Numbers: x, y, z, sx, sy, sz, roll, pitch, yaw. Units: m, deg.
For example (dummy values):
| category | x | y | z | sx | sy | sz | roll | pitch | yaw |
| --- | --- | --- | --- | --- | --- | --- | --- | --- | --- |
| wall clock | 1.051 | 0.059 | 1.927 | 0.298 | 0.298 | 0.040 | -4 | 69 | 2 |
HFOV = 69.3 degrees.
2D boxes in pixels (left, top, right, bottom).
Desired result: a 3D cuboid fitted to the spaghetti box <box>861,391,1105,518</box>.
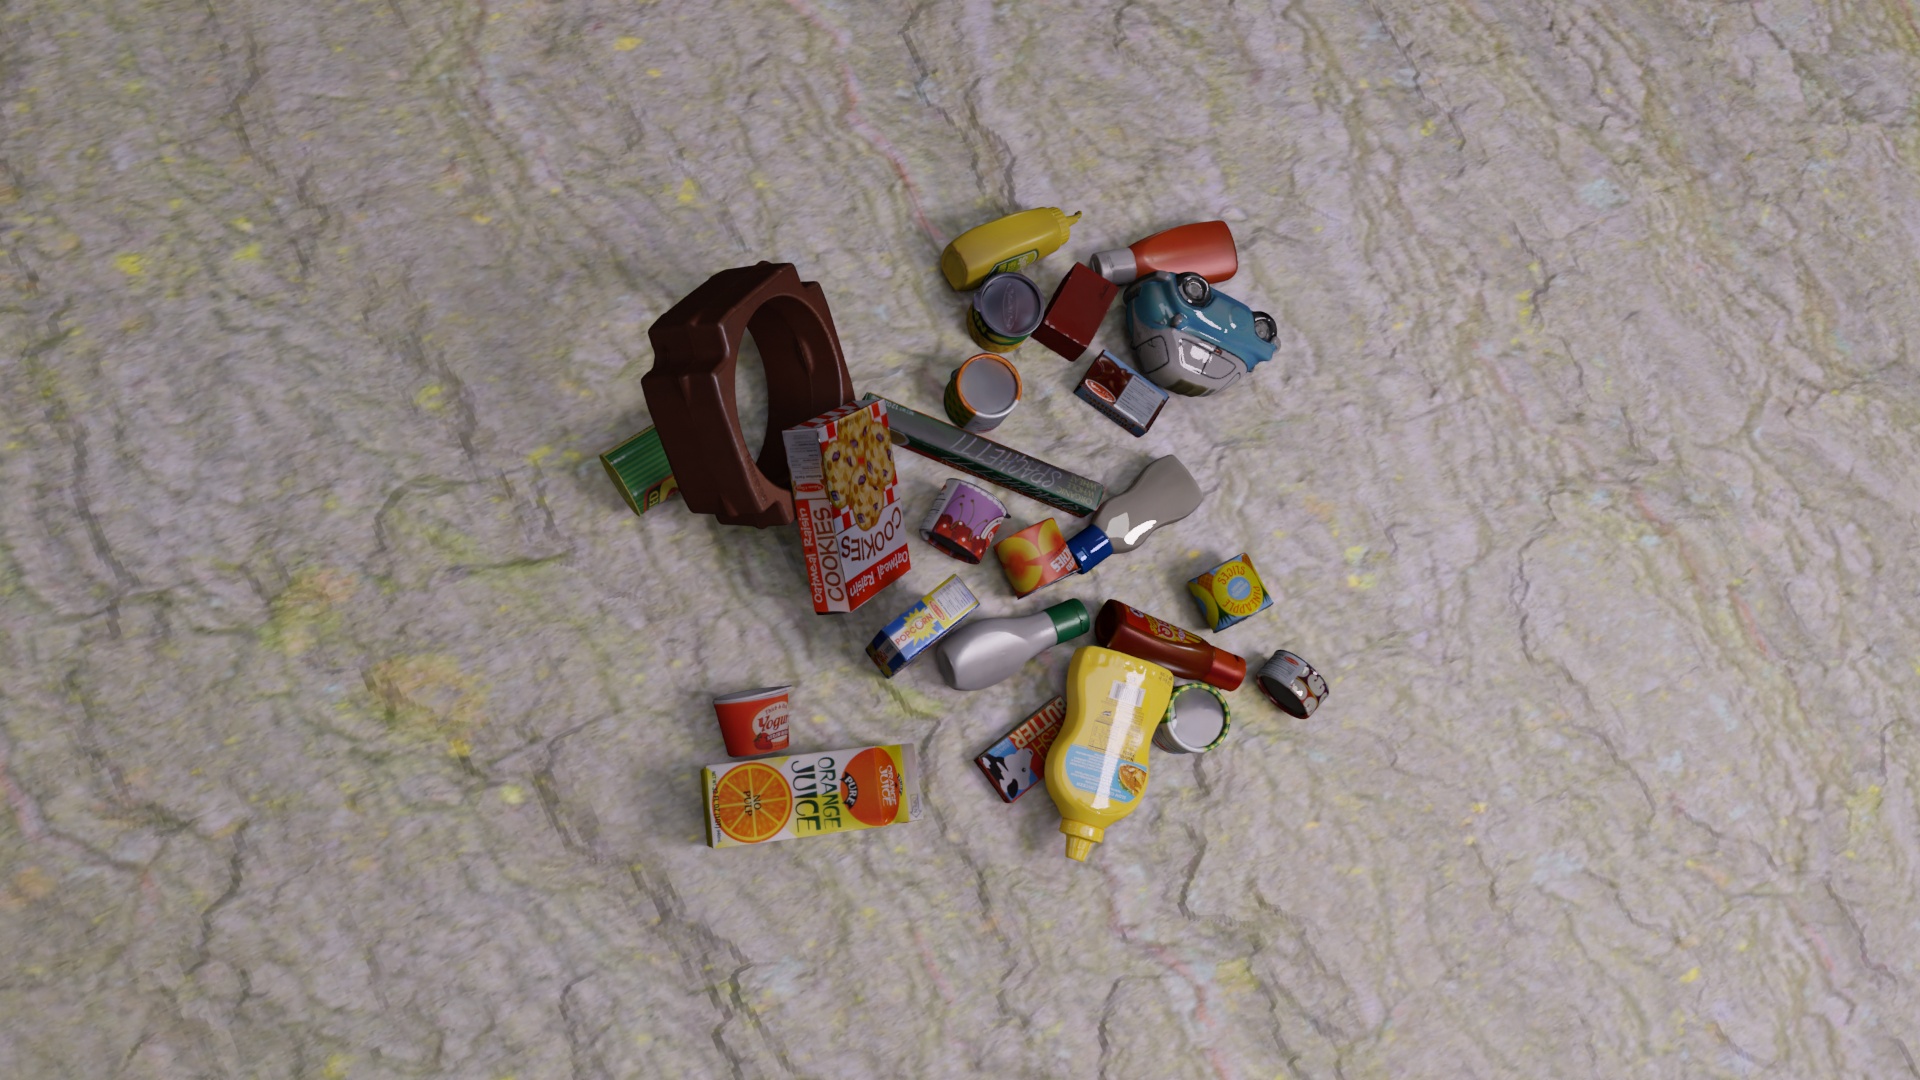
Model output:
| category | x | y | z | sx | sy | sz | roll | pitch | yaw |
| --- | --- | --- | --- | --- | --- | --- | --- | --- | --- |
| spaghetti box | 0.018 | -0.081 | 1.341 | 0.250 | 0.050 | 0.029 | 21 | 78 | -8 |

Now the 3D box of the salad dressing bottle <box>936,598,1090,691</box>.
| category | x | y | z | sx | sy | sz | roll | pitch | yaw |
| --- | --- | --- | --- | --- | --- | --- | --- | --- | --- |
| salad dressing bottle | 0.051 | 0.096 | 1.315 | 0.148 | 0.044 | 0.064 | -19 | 117 | -20 |

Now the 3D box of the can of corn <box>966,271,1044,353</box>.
| category | x | y | z | sx | sy | sz | roll | pitch | yaw |
| --- | --- | --- | --- | --- | --- | --- | --- | --- | --- |
| can of corn | 0.041 | -0.224 | 1.370 | 0.071 | 0.058 | 0.071 | 2 | 79 | -12 |

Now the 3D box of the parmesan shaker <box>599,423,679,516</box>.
| category | x | y | z | sx | sy | sz | roll | pitch | yaw |
| --- | --- | --- | --- | --- | --- | --- | --- | --- | --- |
| parmesan shaker | -0.266 | -0.077 | 1.266 | 0.103 | 0.071 | 0.071 | -33 | 88 | -16 |

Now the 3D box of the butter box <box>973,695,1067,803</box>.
| category | x | y | z | sx | sy | sz | roll | pitch | yaw |
| --- | --- | --- | --- | --- | --- | --- | --- | --- | --- |
| butter box | 0.069 | 0.196 | 1.311 | 0.104 | 0.024 | 0.053 | -36 | 89 | -16 |

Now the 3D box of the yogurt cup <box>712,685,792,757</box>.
| category | x | y | z | sx | sy | sz | roll | pitch | yaw |
| --- | --- | --- | --- | --- | --- | --- | --- | --- | --- |
| yogurt cup | -0.184 | 0.162 | 1.242 | 0.072 | 0.072 | 0.054 | -9 | 90 | -14 |

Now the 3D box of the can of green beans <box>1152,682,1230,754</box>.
| category | x | y | z | sx | sy | sz | roll | pitch | yaw |
| --- | --- | --- | --- | --- | --- | --- | --- | --- | --- |
| can of green beans | 0.218 | 0.171 | 1.332 | 0.071 | 0.057 | 0.071 | 2 | 79 | -12 |

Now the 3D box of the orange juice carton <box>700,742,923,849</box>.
| category | x | y | z | sx | sy | sz | roll | pitch | yaw |
| --- | --- | --- | --- | --- | --- | --- | --- | --- | --- |
| orange juice carton | -0.130 | 0.226 | 1.236 | 0.193 | 0.073 | 0.072 | -5 | 80 | -14 |

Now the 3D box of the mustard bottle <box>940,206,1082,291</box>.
| category | x | y | z | sx | sy | sz | roll | pitch | yaw |
| --- | --- | --- | --- | --- | --- | --- | --- | --- | --- |
| mustard bottle | 0.059 | -0.300 | 1.388 | 0.161 | 0.065 | 0.049 | -26 | 82 | -20 |

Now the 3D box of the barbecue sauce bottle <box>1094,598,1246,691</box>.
| category | x | y | z | sx | sy | sz | roll | pitch | yaw |
| --- | --- | --- | --- | --- | --- | --- | --- | --- | --- |
| barbecue sauce bottle | 0.204 | 0.105 | 1.343 | 0.148 | 0.065 | 0.043 | 23 | 108 | -15 |

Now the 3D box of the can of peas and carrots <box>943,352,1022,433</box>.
| category | x | y | z | sx | sy | sz | roll | pitch | yaw |
| --- | --- | --- | --- | --- | --- | --- | --- | --- | --- |
| can of peas and carrots | 0.020 | -0.145 | 1.350 | 0.071 | 0.058 | 0.071 | 2 | 79 | -13 |

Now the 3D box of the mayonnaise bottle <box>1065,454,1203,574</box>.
| category | x | y | z | sx | sy | sz | roll | pitch | yaw |
| --- | --- | --- | --- | --- | --- | --- | --- | --- | --- |
| mayonnaise bottle | 0.166 | -0.022 | 1.368 | 0.148 | 0.041 | 0.065 | -35 | 87 | -15 |

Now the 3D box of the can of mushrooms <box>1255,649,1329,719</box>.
| category | x | y | z | sx | sy | sz | roll | pitch | yaw |
| --- | --- | --- | --- | --- | --- | --- | --- | --- | --- |
| can of mushrooms | 0.325 | 0.143 | 1.359 | 0.071 | 0.071 | 0.033 | 46 | 74 | -1 |

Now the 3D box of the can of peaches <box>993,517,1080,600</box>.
| category | x | y | z | sx | sy | sz | roll | pitch | yaw |
| --- | --- | --- | --- | --- | --- | --- | --- | --- | --- |
| can of peaches | 0.074 | 0.016 | 1.325 | 0.071 | 0.071 | 0.058 | -25 | 85 | -16 |

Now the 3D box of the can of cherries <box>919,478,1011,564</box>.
| category | x | y | z | sx | sy | sz | roll | pitch | yaw |
| --- | --- | --- | --- | --- | --- | --- | --- | --- | --- |
| can of cherries | 0.005 | -0.017 | 1.317 | 0.071 | 0.071 | 0.058 | 30 | 75 | -6 |

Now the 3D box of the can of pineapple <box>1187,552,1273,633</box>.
| category | x | y | z | sx | sy | sz | roll | pitch | yaw |
| --- | --- | --- | --- | --- | --- | --- | --- | --- | --- |
| can of pineapple | 0.265 | 0.051 | 1.360 | 0.071 | 0.071 | 0.058 | -26 | 85 | -16 |

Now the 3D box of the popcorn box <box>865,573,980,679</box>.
| category | x | y | z | sx | sy | sz | roll | pitch | yaw |
| --- | --- | --- | --- | --- | --- | --- | --- | --- | --- |
| popcorn box | -0.036 | 0.079 | 1.258 | 0.085 | 0.126 | 0.038 | -38 | 87 | -16 |

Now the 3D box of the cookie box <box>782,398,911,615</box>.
| category | x | y | z | sx | sy | sz | roll | pitch | yaw |
| --- | --- | --- | --- | --- | --- | --- | --- | --- | --- |
| cookie box | -0.099 | -0.032 | 1.245 | 0.040 | 0.123 | 0.167 | -1 | 106 | 26 |

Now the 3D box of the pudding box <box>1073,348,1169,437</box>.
| category | x | y | z | sx | sy | sz | roll | pitch | yaw |
| --- | --- | --- | --- | --- | --- | --- | --- | --- | --- |
| pudding box | 0.162 | -0.148 | 1.397 | 0.084 | 0.030 | 0.050 | 34 | 75 | -4 |

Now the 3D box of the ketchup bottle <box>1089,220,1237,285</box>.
| category | x | y | z | sx | sy | sz | roll | pitch | yaw |
| --- | --- | --- | --- | --- | --- | --- | --- | --- | --- |
| ketchup bottle | 0.208 | -0.289 | 1.428 | 0.149 | 0.043 | 0.065 | -11 | 81 | -14 |
